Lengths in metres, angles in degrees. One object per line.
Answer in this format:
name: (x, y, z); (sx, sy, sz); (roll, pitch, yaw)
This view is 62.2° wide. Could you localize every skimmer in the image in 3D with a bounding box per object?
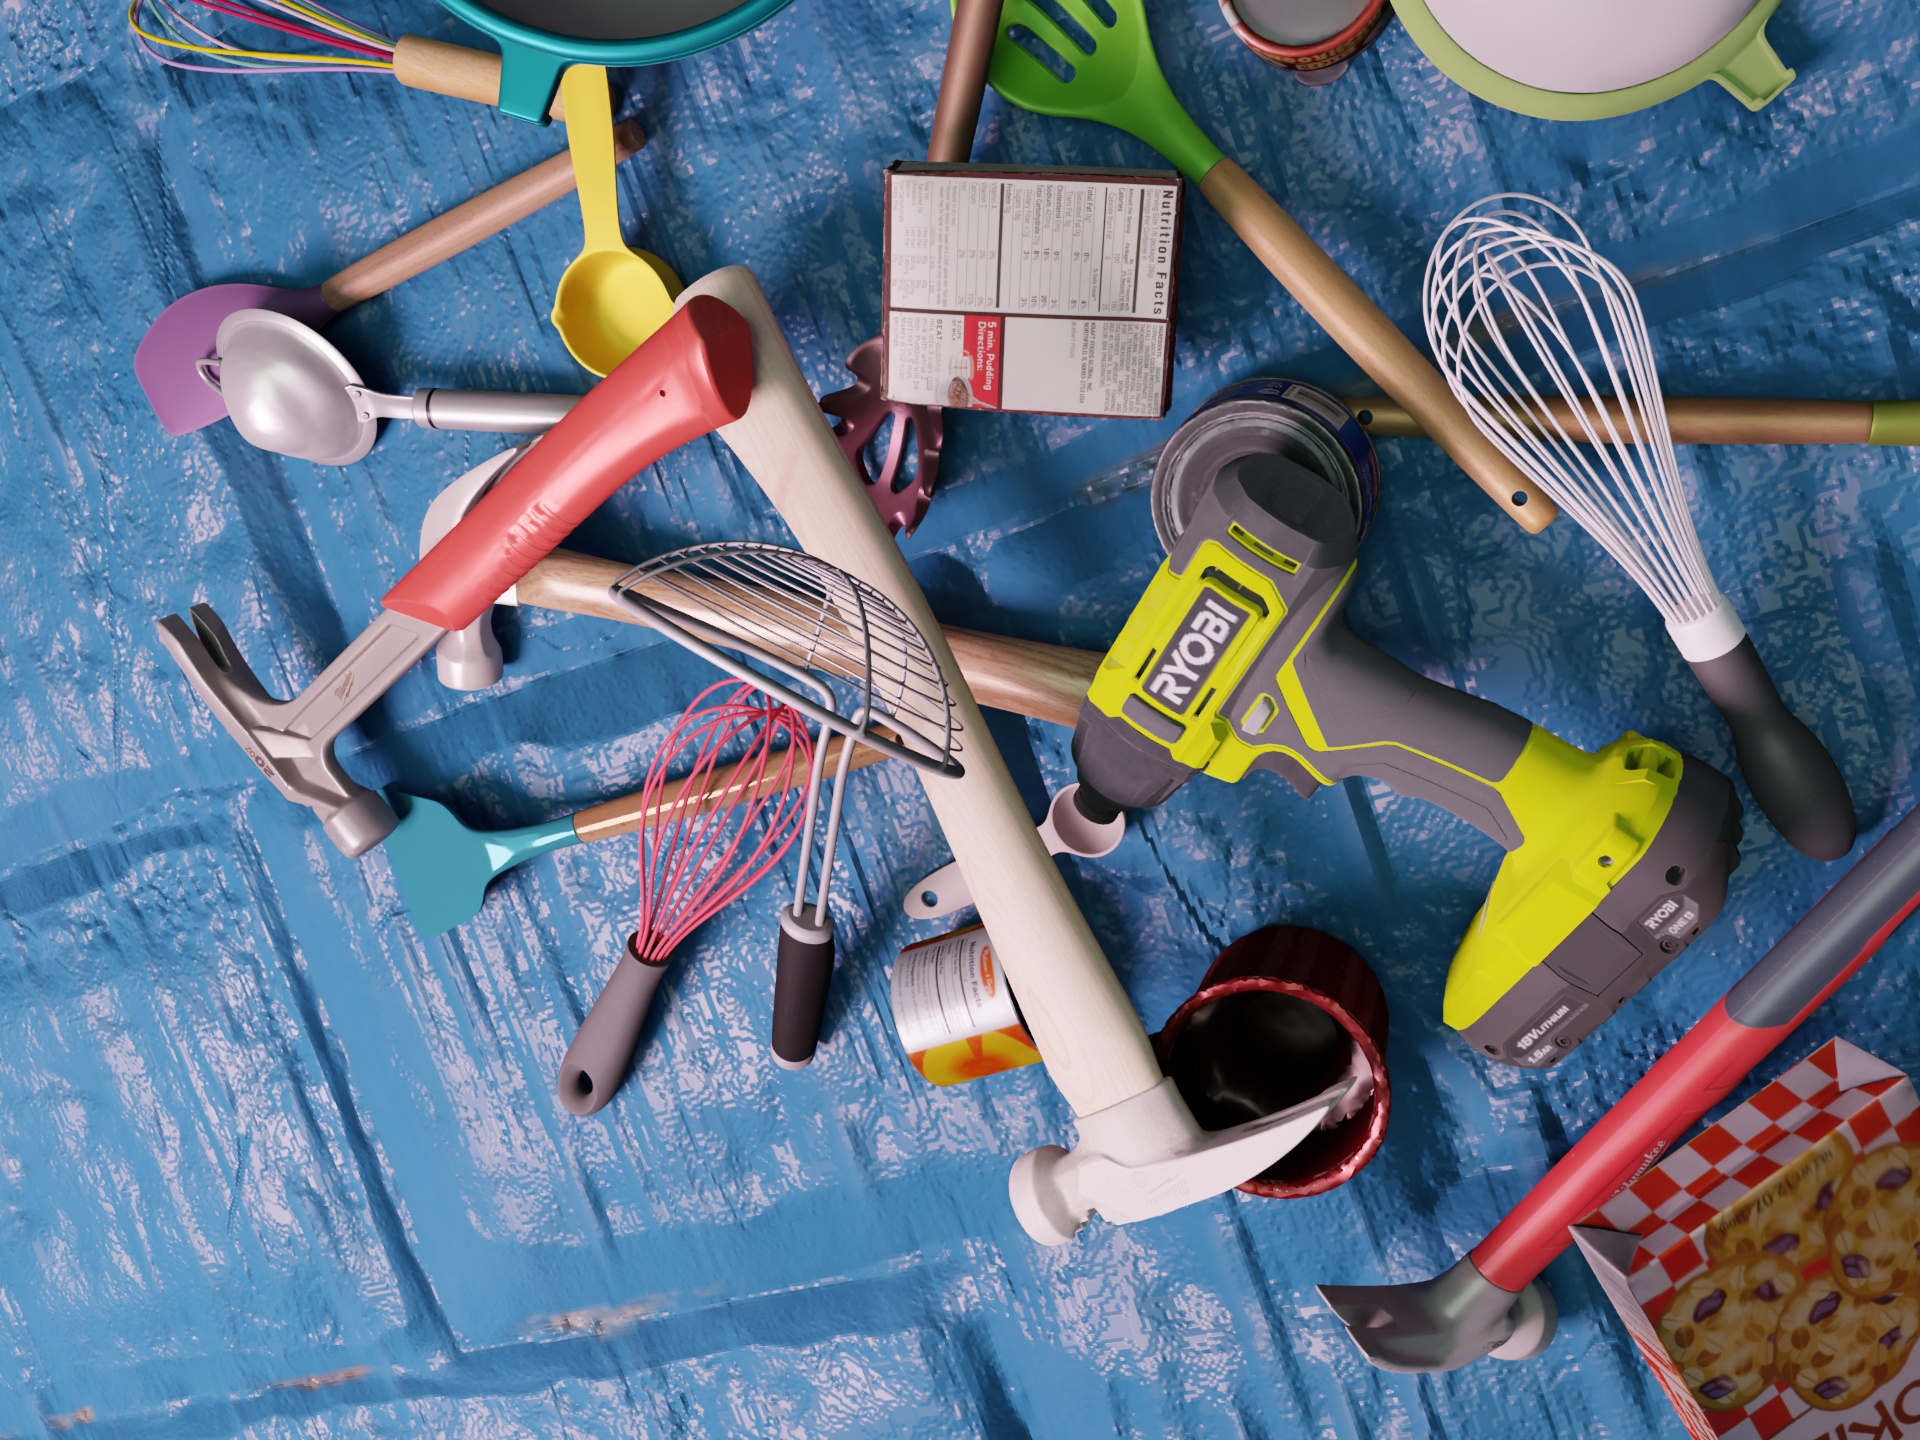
skimmer: (-0.071, 0.066, 0.612); (0.127, 0.090, 0.363); (28, 142, 13)

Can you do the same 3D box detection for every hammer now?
hammer: (-0.093, -0.047, 0.710); (0.331, 0.031, 0.130); (12, 119, 14)
hammer: (-0.001, -0.002, 0.627); (0.146, 0.038, 0.411); (-31, 83, 32)
hammer: (-0.223, -0.074, 0.702); (0.359, 0.037, 0.149); (-34, 96, 32)
hammer: (0.288, 0.100, 0.577); (0.386, 0.143, 0.038); (-53, 46, 17)

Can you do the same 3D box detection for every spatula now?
spatula: (-0.156, 0.041, 0.767); (0.317, 0.044, 0.082); (-15, 96, 17)
spatula: (-0.279, -0.212, 0.752); (0.316, 0.018, 0.059); (-17, 103, 23)

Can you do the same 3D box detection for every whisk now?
whisk: (-0.137, 0.094, 0.737); (0.073, 0.073, 0.295); (36, 125, 8)
whisk: (-0.267, -0.306, 0.716); (0.245, 0.047, 0.051); (16, 119, 11)
whisk: (0.249, -0.059, 0.561); (0.070, 0.070, 0.284); (-31, 107, 23)

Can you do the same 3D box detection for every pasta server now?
pasta server: (-0.008, -0.217, 0.624); (0.060, 0.040, 0.316); (20, 117, 12)

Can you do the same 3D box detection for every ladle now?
ladle: (0.290, -0.104, 0.558); (0.320, 0.062, 0.078); (5, 106, 21)

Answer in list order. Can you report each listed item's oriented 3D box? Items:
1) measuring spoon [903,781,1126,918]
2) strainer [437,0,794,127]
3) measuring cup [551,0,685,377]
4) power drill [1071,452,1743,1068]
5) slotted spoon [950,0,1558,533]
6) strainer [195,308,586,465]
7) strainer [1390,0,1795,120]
measuring spoon: (0.023, 0.060, 0.714); (0.124, 0.018, 0.034); (-30, 93, 30)
strainer: (-0.069, -0.380, 0.612); (0.340, 0.095, 0.211); (-28, 95, 2)
measuring cup: (-0.151, -0.228, 0.691); (0.062, 0.029, 0.156); (1, 107, 17)
power drill: (0.156, 0.024, 0.606); (0.223, 0.080, 0.171); (34, 129, 6)
slotted spoon: (0.112, -0.188, 0.604); (0.314, 0.031, 0.070); (49, 118, 7)
strainer: (-0.256, -0.147, 0.743); (0.258, 0.050, 0.086); (5, 135, 12)
strainer: (0.162, -0.279, 0.521); (0.256, 0.069, 0.151); (-1, 101, 3)
